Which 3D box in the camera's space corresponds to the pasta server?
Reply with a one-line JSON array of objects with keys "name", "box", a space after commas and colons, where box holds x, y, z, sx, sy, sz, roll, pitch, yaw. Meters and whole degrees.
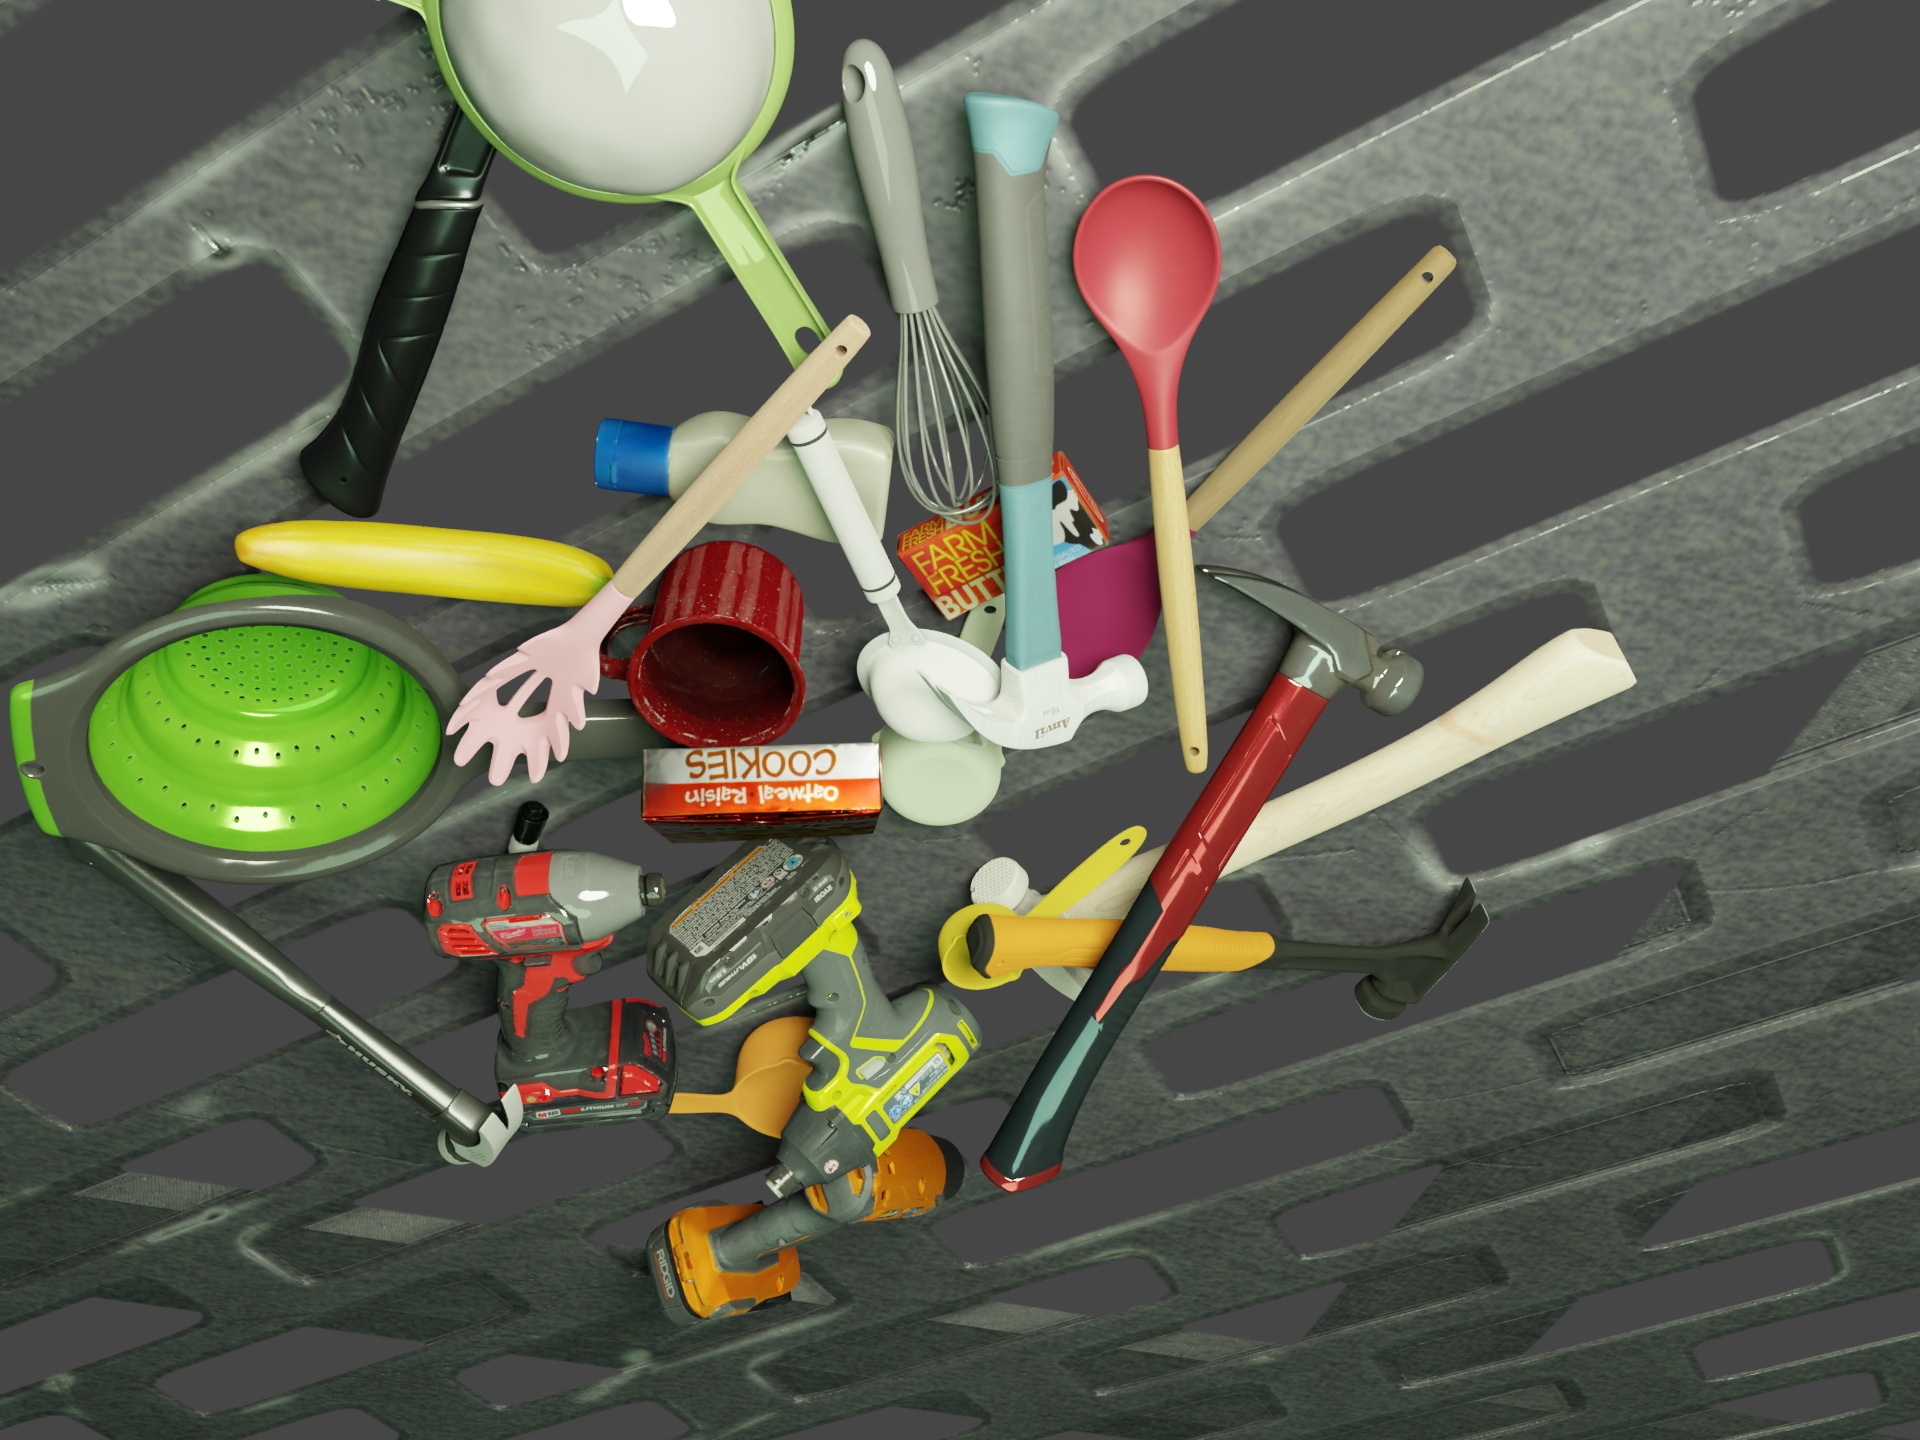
[{"name": "pasta server", "box": [-0.149, -0.078, 0.776, 0.060, 0.040, 0.316, 34, 119, -26]}]

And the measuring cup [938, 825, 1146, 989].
[{"name": "measuring cup", "box": [0.050, 0.107, 0.977, 0.156, 0.029, 0.062, -41, 128, 15]}]

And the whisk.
[{"name": "whisk", "box": [-0.020, -0.198, 0.754, 0.055, 0.055, 0.238, -9, 125, 7]}]

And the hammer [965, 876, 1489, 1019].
[{"name": "hammer", "box": [0.165, 0.140, 0.993, 0.336, 0.034, 0.127, 5, 137, -22]}]

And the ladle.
[{"name": "ladle", "box": [0.105, -0.112, 0.797, 0.069, 0.031, 0.315, -2, 117, 14]}]

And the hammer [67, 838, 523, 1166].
[{"name": "hammer", "box": [-0.419, 0.172, 1.011, 0.334, 0.035, 0.146, 42, 146, -12]}]

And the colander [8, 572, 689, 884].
[{"name": "colander", "box": [-0.298, -0.015, 0.891, 0.397, 0.095, 0.204, -3, 134, -21]}]

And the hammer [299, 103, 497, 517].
[{"name": "hammer", "box": [-0.219, -0.249, 0.718, 0.149, 0.036, 0.408, 23, 127, -19]}]

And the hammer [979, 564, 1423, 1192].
[{"name": "hammer", "box": [0.105, 0.101, 0.911, 0.143, 0.038, 0.386, 27, 100, -17]}]

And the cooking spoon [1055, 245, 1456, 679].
[{"name": "cooking spoon", "box": [0.136, -0.122, 0.833, 0.069, 0.017, 0.318, 43, 120, -1]}]

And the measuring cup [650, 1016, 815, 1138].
[{"name": "measuring cup", "box": [-0.157, 0.251, 1.127, 0.173, 0.052, 0.095, -1, 130, 3]}]

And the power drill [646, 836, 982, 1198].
[{"name": "power drill", "box": [-0.096, 0.192, 1.017, 0.171, 0.080, 0.223, -42, 126, -19]}]

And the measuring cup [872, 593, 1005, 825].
[{"name": "measuring cup", "box": [-0.001, -0.003, 0.920, 0.083, 0.038, 0.167, 11, 131, -10]}]

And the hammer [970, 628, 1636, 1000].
[{"name": "hammer", "box": [0.214, 0.063, 0.979, 0.410, 0.038, 0.146, -28, 126, 21]}]

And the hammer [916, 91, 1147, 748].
[{"name": "hammer", "box": [0.032, -0.131, 0.769, 0.128, 0.033, 0.330, -21, 125, -25]}]

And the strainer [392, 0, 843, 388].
[{"name": "strainer", "box": [-0.120, -0.232, 0.667, 0.151, 0.069, 0.256, -22, 127, 16]}]

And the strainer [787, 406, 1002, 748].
[{"name": "strainer", "box": [-0.040, -0.062, 0.821, 0.087, 0.050, 0.258, -5, 131, 25]}]

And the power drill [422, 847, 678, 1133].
[{"name": "power drill", "box": [-0.250, 0.169, 1.028, 0.143, 0.079, 0.219, -6, 132, -3]}]

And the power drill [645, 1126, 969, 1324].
[{"name": "power drill", "box": [-0.106, 0.373, 1.195, 0.226, 0.084, 0.164, -34, 153, 24]}]
